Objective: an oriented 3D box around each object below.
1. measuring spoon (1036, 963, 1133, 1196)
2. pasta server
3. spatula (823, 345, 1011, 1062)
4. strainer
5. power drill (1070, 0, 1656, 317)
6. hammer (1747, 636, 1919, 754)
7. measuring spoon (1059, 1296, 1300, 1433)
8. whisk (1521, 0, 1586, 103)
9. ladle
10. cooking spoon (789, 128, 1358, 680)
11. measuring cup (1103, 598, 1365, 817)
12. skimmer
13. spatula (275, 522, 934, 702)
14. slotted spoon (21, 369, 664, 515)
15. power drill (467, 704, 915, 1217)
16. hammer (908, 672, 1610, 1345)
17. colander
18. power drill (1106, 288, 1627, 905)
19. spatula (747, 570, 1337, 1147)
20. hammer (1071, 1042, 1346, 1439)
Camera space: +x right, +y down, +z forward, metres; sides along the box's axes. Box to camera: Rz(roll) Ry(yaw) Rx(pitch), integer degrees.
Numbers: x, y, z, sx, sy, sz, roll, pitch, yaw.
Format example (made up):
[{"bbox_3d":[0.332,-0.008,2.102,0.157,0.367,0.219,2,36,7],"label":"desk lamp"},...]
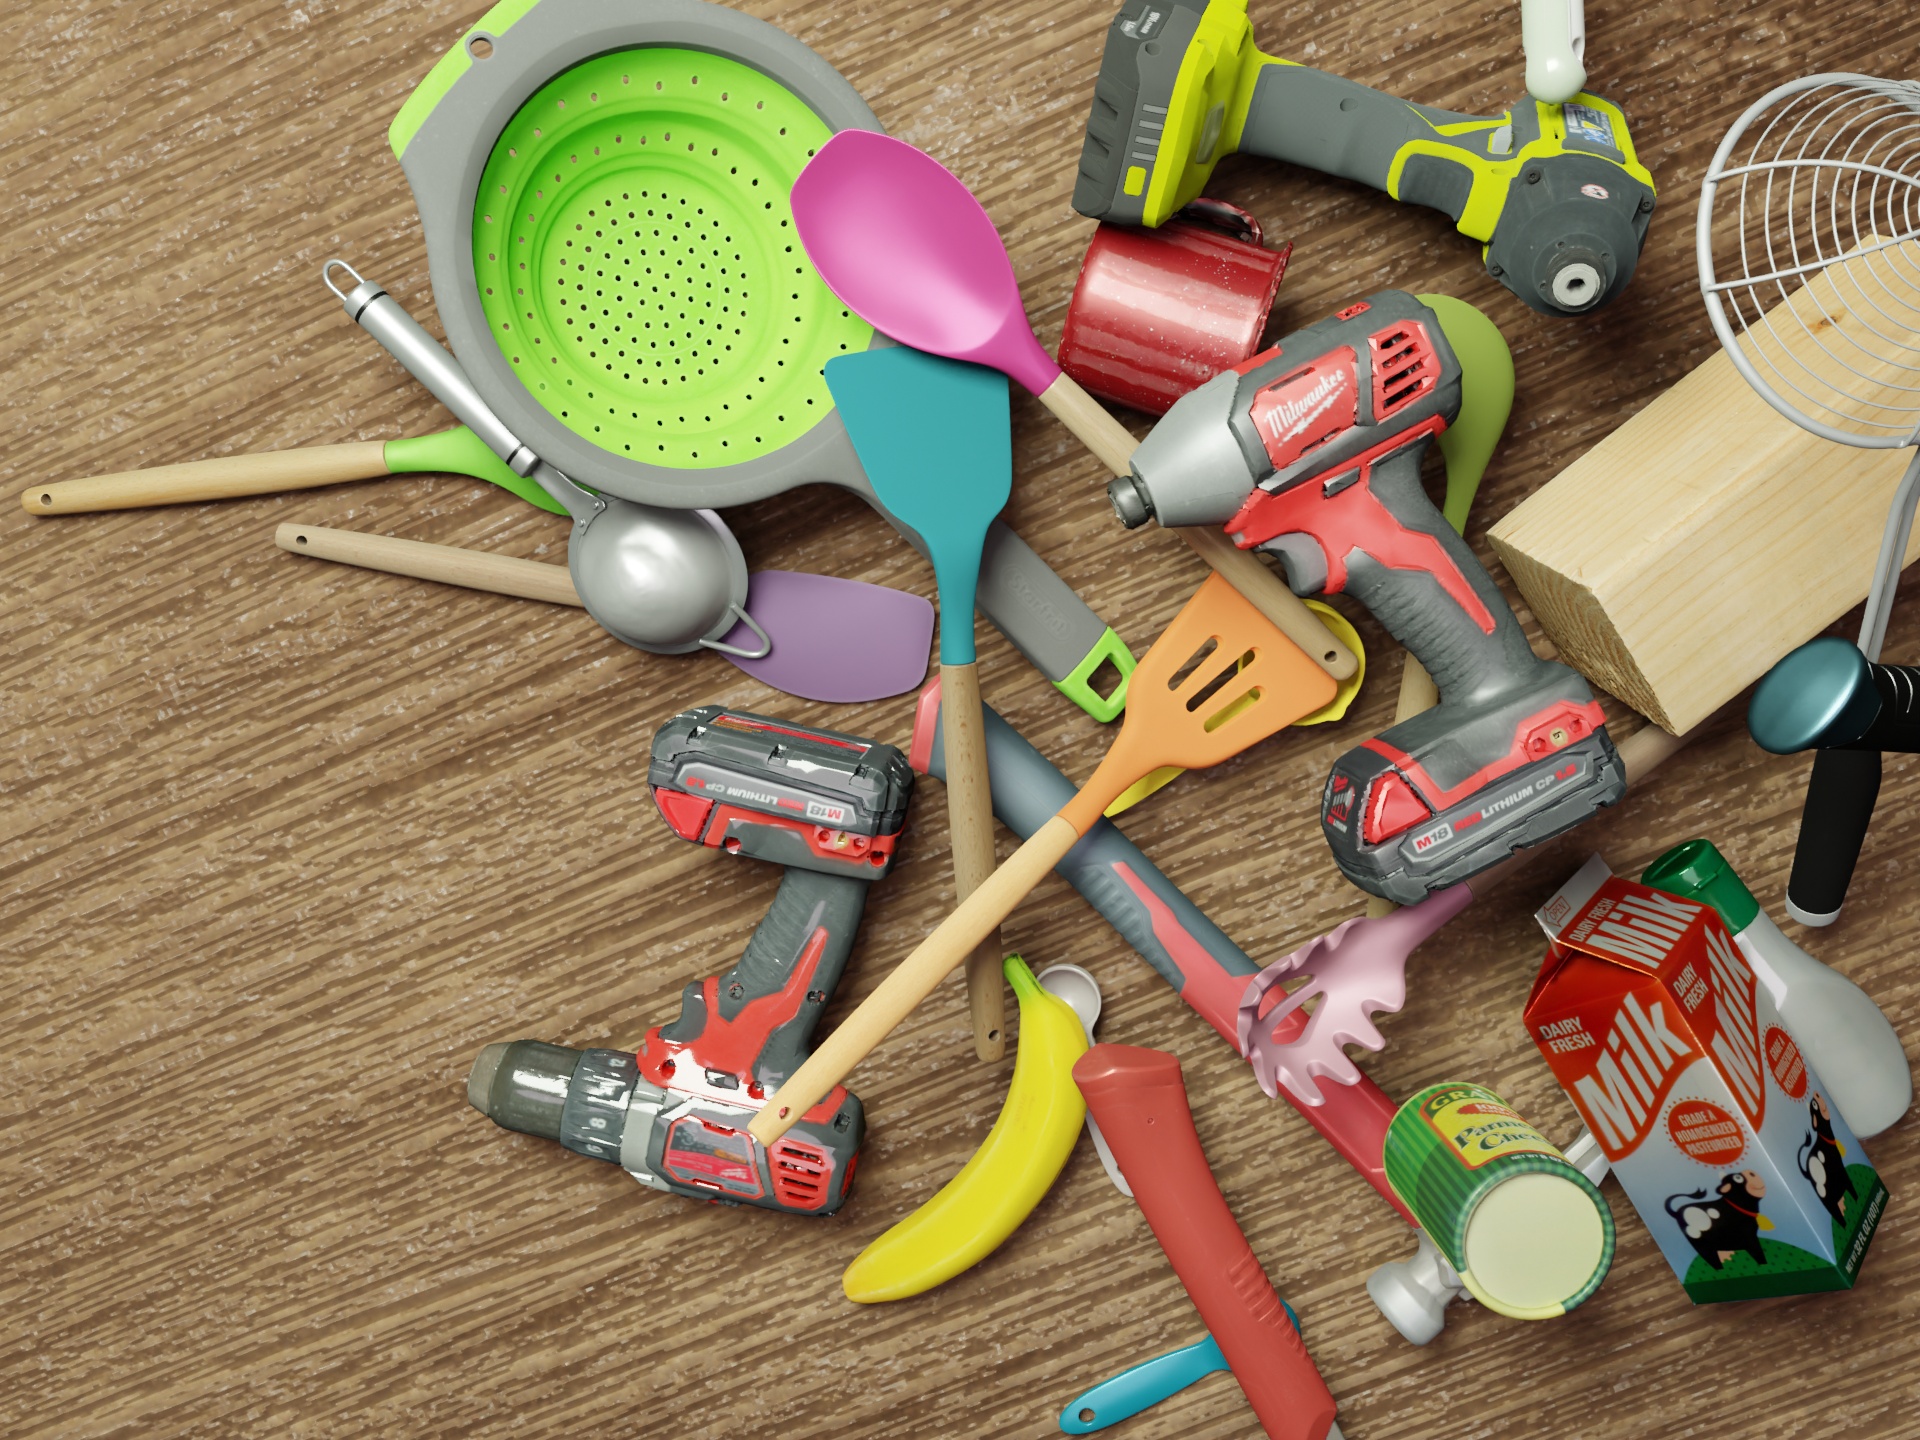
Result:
[{"bbox_3d":[0.066,0.172,0.768,0.034,0.018,0.124,-15,101,22],"label":"measuring spoon"},{"bbox_3d":[0.243,0.059,0.694,0.316,0.040,0.060,-33,98,-12],"label":"pasta server"},{"bbox_3d":[-0.001,-0.002,0.695,0.082,0.044,0.317,-9,104,-20],"label":"spatula"},{"bbox_3d":[-0.190,-0.111,0.715,0.258,0.050,0.087,44,118,-5],"label":"strainer"},{"bbox_3d":[0.167,-0.231,0.654,0.223,0.171,0.080,16,129,6],"label":"power drill"},{"bbox_3d":[0.425,-0.002,0.634,0.330,0.033,0.128,2,119,-32],"label":"hammer"},{"bbox_3d":[0.106,0.319,0.771,0.128,0.021,0.042,-27,93,3],"label":"measuring spoon"},{"bbox_3d":[0.246,-0.367,0.662,0.059,0.057,0.246,-7,73,36],"label":"whisk"},{"bbox_3d":[0.195,-0.028,0.709,0.062,0.078,0.320,11,95,35],"label":"ladle"},{"bbox_3d":[0.056,-0.125,0.679,0.318,0.017,0.068,42,103,-10],"label":"cooking spoon"},{"bbox_3d":[0.118,-0.001,0.748,0.156,0.029,0.062,-35,100,17],"label":"measuring cup"},{"bbox_3d":[0.334,-0.061,0.621,0.127,0.090,0.362,-28,133,-13],"label":"skimmer"},{"bbox_3d":[-0.170,-0.059,0.757,0.316,0.018,0.059,11,100,1],"label":"spatula"},{"bbox_3d":[-0.295,-0.120,0.754,0.314,0.031,0.070,-6,98,5],"label":"slotted spoon"},{"bbox_3d":[-0.123,0.111,0.742,0.188,0.080,0.226,12,98,2],"label":"power drill"},{"bbox_3d":[0.131,0.110,0.740,0.143,0.038,0.386,-45,93,4],"label":"hammer"},{"bbox_3d":[-0.069,-0.141,0.717,0.396,0.094,0.204,43,81,-19],"label":"colander"},{"bbox_3d":[0.161,-0.046,0.642,0.143,0.078,0.219,-27,96,2],"label":"power drill"},{"bbox_3d":[0.032,0.061,0.680,0.322,0.041,0.081,-43,97,-19],"label":"spatula"},{"bbox_3d":[0.140,0.311,0.740,0.149,0.037,0.359,-30,99,-2],"label":"hammer"}]
